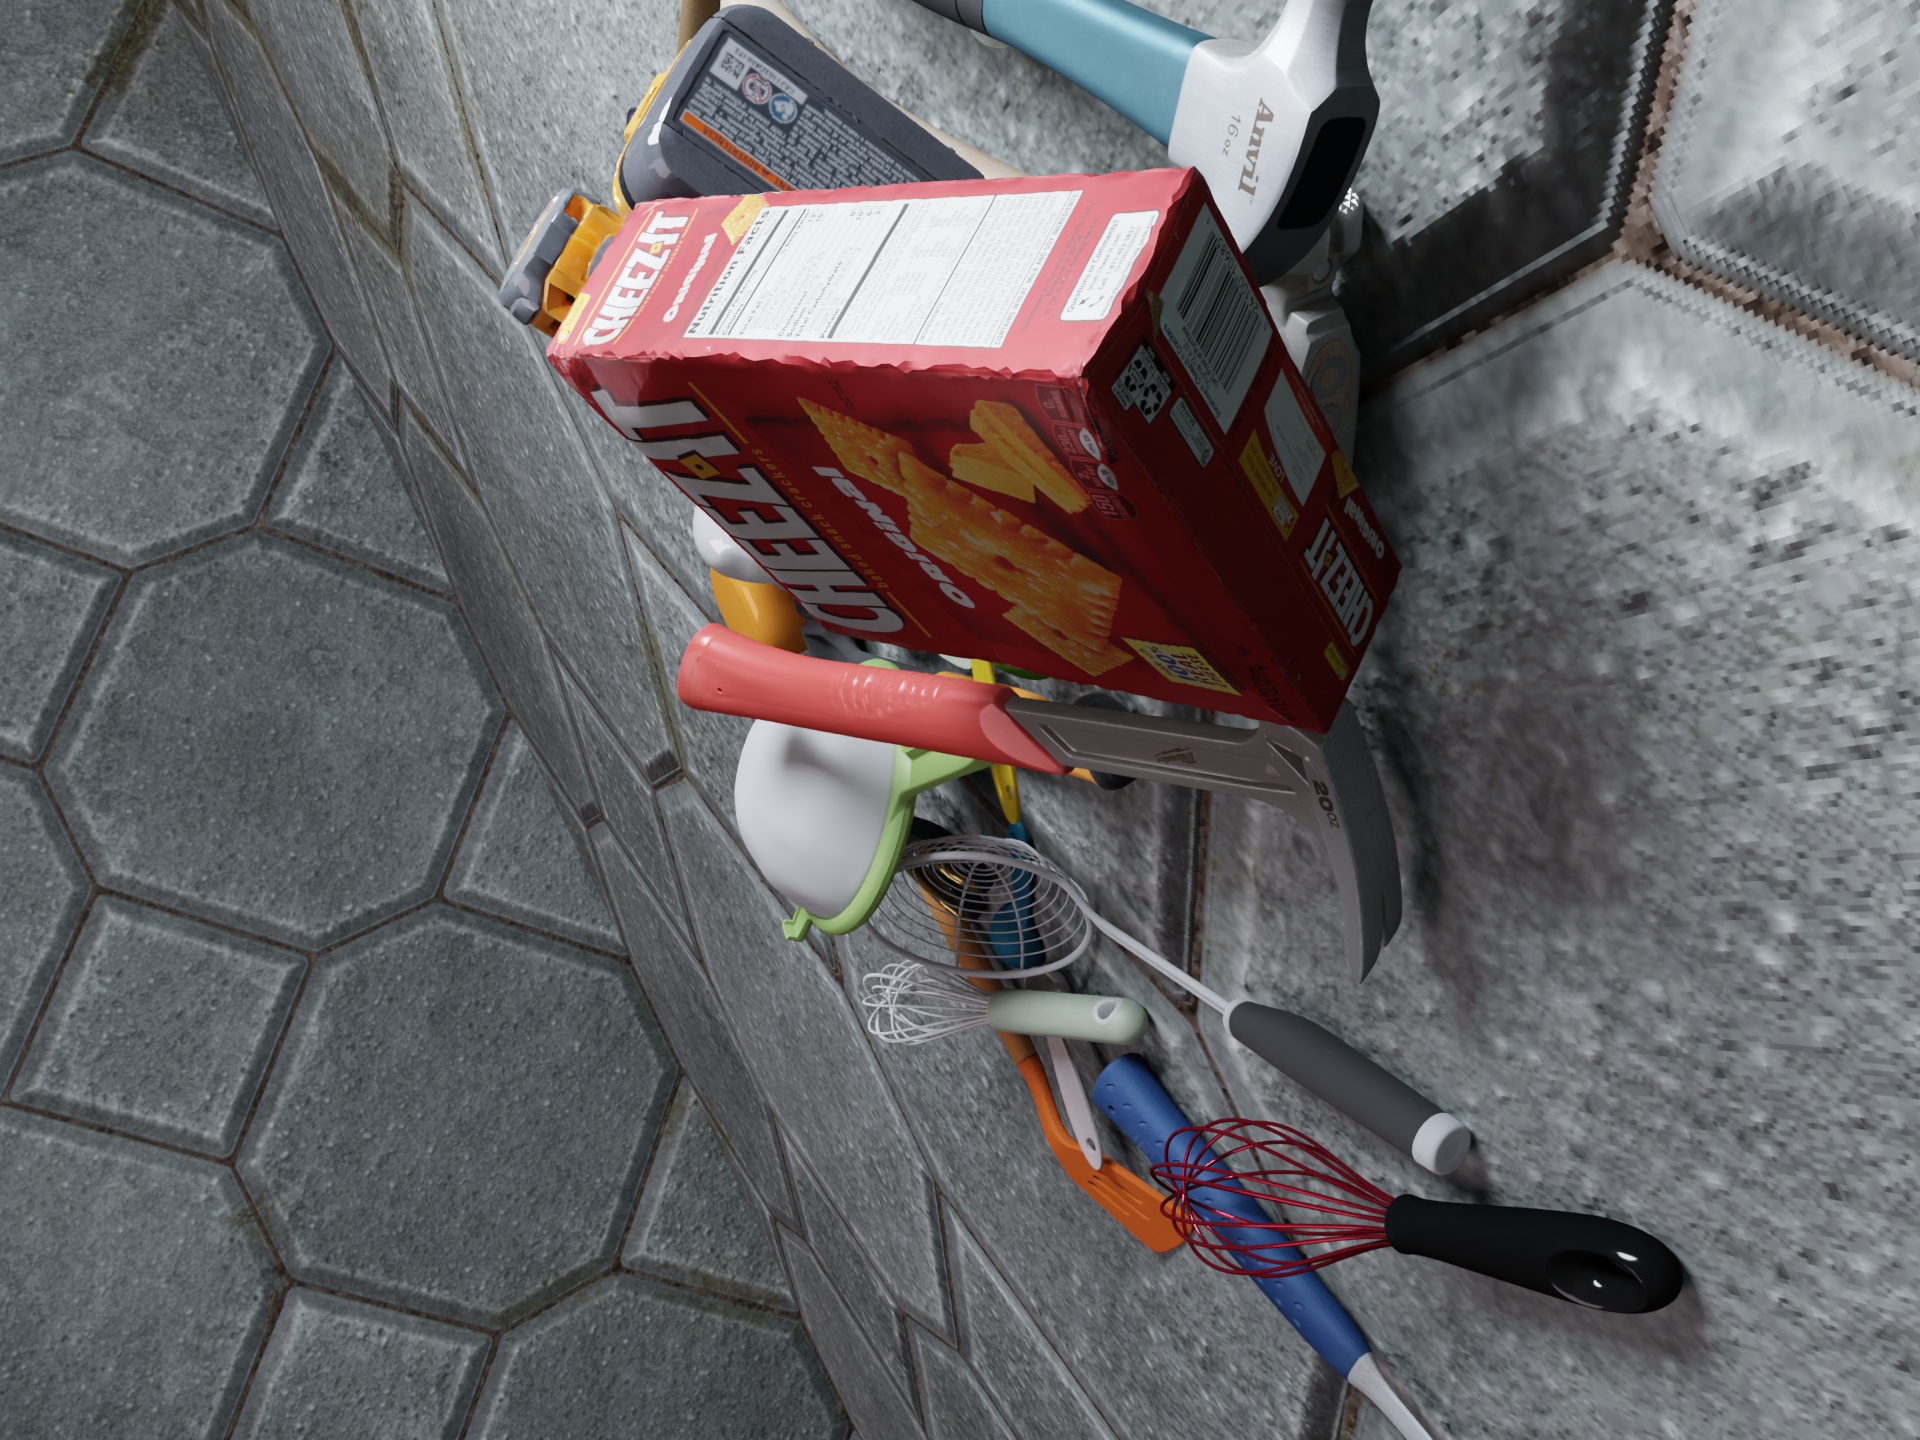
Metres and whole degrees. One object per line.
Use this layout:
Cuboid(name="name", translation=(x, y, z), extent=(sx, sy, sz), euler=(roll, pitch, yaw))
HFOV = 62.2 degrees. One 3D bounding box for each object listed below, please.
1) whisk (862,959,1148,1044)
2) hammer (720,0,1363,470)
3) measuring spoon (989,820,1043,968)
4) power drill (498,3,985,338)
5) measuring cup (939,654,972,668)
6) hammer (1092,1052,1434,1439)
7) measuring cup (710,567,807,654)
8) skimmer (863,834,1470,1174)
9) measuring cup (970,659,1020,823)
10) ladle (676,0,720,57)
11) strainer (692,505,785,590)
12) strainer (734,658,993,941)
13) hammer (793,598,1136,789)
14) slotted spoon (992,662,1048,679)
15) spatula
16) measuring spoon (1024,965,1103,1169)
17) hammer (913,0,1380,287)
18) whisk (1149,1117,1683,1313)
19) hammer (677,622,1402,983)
Cuboid(name="whisk", translation=(0.020, 0.169, 0.928), extent=(0.059, 0.058, 0.246), euler=(48, 149, -23))
Cuboid(name="hammer", translation=(0.002, -0.198, 0.621), extent=(0.411, 0.038, 0.146), euler=(46, 154, 40))
Cuboid(name="measuring spoon", translation=(0.028, 0.102, 0.917), extent=(0.042, 0.021, 0.128), euler=(47, 155, 37))
Cuboid(name="power drill", translation=(-0.073, -0.161, 0.627), extent=(0.185, 0.084, 0.226), euler=(31, 164, -22))
Cuboid(name="measuring cup", translation=(-0.028, -0.074, 0.833), extent=(0.168, 0.038, 0.083), euler=(40, 149, 43))
Cuboid(name="hammer", translation=(0.195, 0.318, 0.752), extent=(0.406, 0.035, 0.144), euler=(47, 153, 38))
Cuboid(name="measuring cup", translation=(-0.142, -0.079, 1.069), extent=(0.174, 0.052, 0.095), euler=(-7, 108, 66))
Cuboid(name="skimmer", translation=(0.077, 0.140, 0.753), extent=(0.127, 0.090, 0.364), euler=(42, 172, -35))
Cuboid(name="measuring cup", translation=(0.021, -0.030, 0.735), extent=(0.062, 0.029, 0.156), euler=(7, 109, 66))
Cuboid(name="ladle", translation=(-0.143, -0.283, 0.777), extent=(0.062, 0.078, 0.320), euler=(40, 165, -3))
Cuboid(name="strainer", translation=(-0.110, -0.127, 0.864), extent=(0.087, 0.050, 0.258), euler=(56, 156, 4))
Cuboid(name="strainer", translation=(-0.060, 0.026, 0.801), extent=(0.256, 0.069, 0.151), euler=(156, 122, -63))
Cuboid(name="hammer", translation=(-0.001, -0.003, 0.852), extent=(0.337, 0.034, 0.127), euler=(18, 130, 62))
Cuboid(name="slotted spoon", translation=(-0.029, -0.098, 0.748), extent=(0.314, 0.031, 0.070), euler=(-135, 41, -55))
Cuboid(name="spatula", translation=(0.038, 0.188, 0.996), extent=(0.323, 0.041, 0.081), euler=(60, 157, 23))
Cuboid(name="measuring spoon", translation=(0.066, 0.200, 0.926), extent=(0.034, 0.018, 0.124), euler=(-15, 93, 56))
Cuboid(name="hammer", translation=(0.009, -0.232, 0.494), extent=(0.331, 0.033, 0.128), euler=(49, 142, 40))
Cuboid(name="whisk", translation=(0.172, 0.206, 0.658), extent=(0.296, 0.073, 0.073), euler=(-19, 97, 62))
Cuboid(name="hammer", translation=(0.007, 0.007, 0.655), extent=(0.359, 0.037, 0.149), euler=(9, 132, 44))
